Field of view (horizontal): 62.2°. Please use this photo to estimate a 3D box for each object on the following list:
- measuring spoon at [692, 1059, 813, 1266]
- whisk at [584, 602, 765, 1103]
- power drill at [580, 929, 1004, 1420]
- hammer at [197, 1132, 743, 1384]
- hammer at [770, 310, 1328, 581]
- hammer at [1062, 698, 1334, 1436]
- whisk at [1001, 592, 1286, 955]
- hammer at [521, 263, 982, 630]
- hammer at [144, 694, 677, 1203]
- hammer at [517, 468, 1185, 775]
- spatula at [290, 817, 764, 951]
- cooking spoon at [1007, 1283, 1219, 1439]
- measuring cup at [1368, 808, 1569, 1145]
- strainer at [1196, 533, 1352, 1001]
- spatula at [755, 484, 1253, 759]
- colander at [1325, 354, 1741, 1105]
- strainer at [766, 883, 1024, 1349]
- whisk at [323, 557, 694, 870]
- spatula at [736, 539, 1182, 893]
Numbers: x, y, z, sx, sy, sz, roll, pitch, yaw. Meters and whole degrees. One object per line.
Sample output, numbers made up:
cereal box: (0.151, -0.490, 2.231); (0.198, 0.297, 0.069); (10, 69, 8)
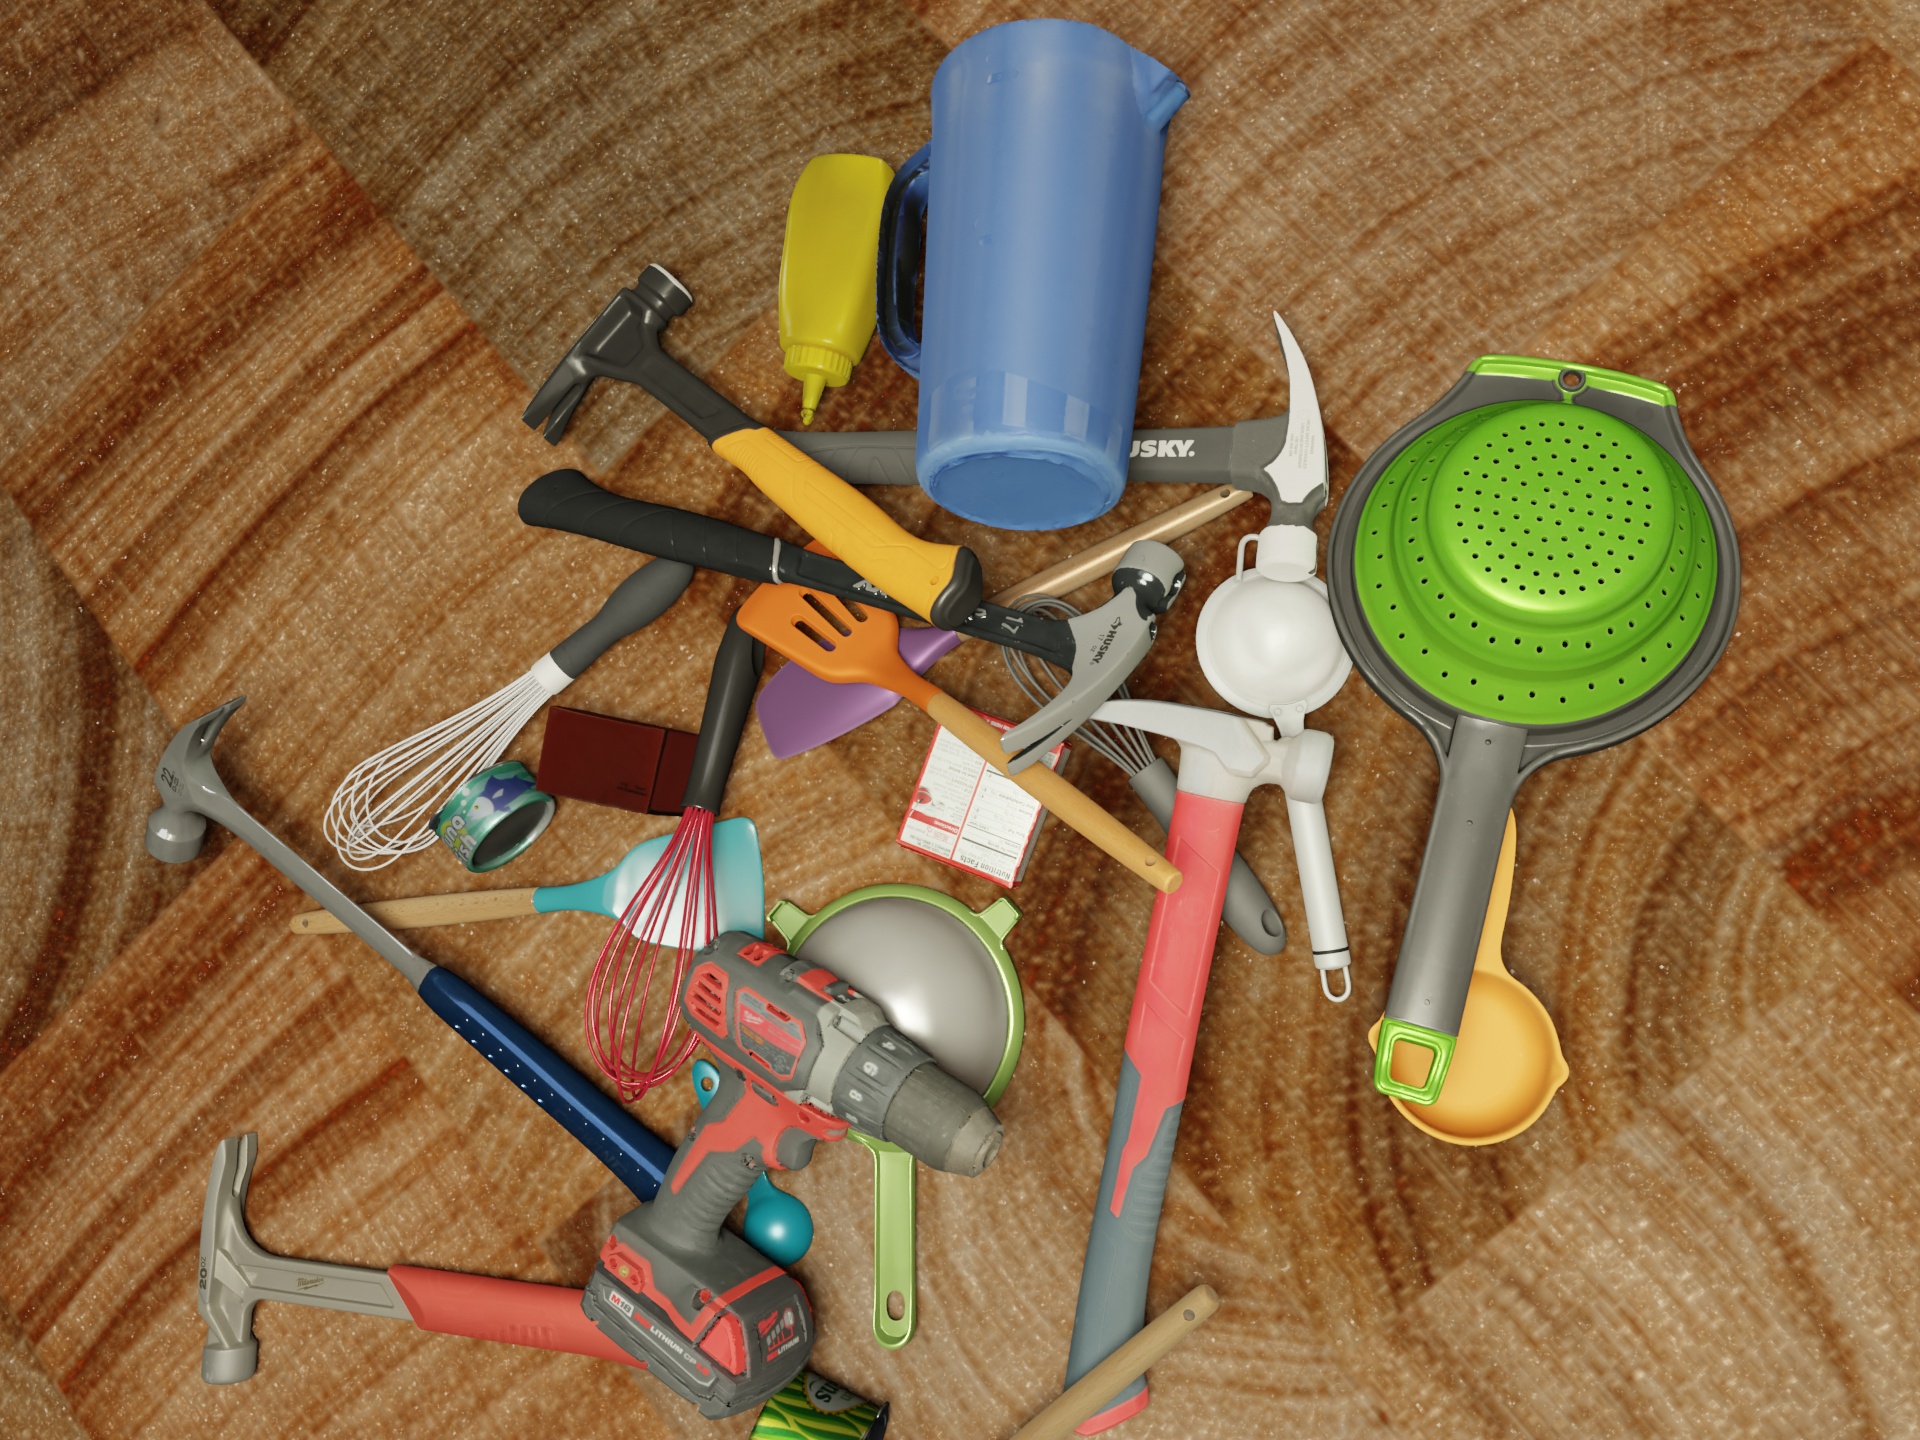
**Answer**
measuring spoon: (-0.128, 0.256, 0.919); (0.042, 0.021, 0.129); (-30, 79, 10)
whisk: (-0.154, 0.070, 0.911); (0.073, 0.073, 0.296); (8, 75, 15)
power drill: (-0.089, 0.244, 0.828); (0.188, 0.080, 0.226); (27, 103, 25)
hammer: (-0.296, 0.339, 0.950); (0.359, 0.036, 0.149); (1, 85, 16)
hammer: (0.038, -0.154, 0.900); (0.335, 0.035, 0.146); (3, 74, 19)
hammer: (0.087, 0.182, 0.837); (0.143, 0.038, 0.386); (12, 94, 11)
whisk: (0.100, 0.029, 0.868); (0.055, 0.055, 0.239); (-38, 81, 9)
hammer: (-0.115, -0.142, 0.895); (0.337, 0.034, 0.127); (39, 87, 31)
hammer: (-0.322, 0.144, 0.941); (0.405, 0.035, 0.144); (38, 127, 7)
hammer: (-0.089, -0.081, 0.895); (0.409, 0.036, 0.149); (17, 57, 26)
spatula: (-0.273, 0.114, 0.973); (0.317, 0.044, 0.082); (-7, 83, 19)
cooking spoon: (0.022, 0.393, 0.840); (0.069, 0.017, 0.319); (48, 110, 14)
measuring cup: (0.263, 0.128, 0.815); (0.095, 0.052, 0.174); (8, 79, 15)
strainer: (0.182, 0.022, 0.852); (0.087, 0.050, 0.258); (-9, 86, -1)
spatula: (0.020, -0.065, 0.913); (0.316, 0.018, 0.060); (-25, 71, 12)
colander: (0.263, -0.012, 0.772); (0.204, 0.094, 0.397); (14, 79, 15)
strainer: (-0.044, 0.219, 0.876); (0.151, 0.069, 0.256); (-2, 83, 15)
whisk: (-0.272, -0.008, 0.969); (0.284, 0.070, 0.070); (-39, 77, 4)
spatula: (-0.001, -0.003, 0.848); (0.081, 0.041, 0.323); (-43, 50, -12)
